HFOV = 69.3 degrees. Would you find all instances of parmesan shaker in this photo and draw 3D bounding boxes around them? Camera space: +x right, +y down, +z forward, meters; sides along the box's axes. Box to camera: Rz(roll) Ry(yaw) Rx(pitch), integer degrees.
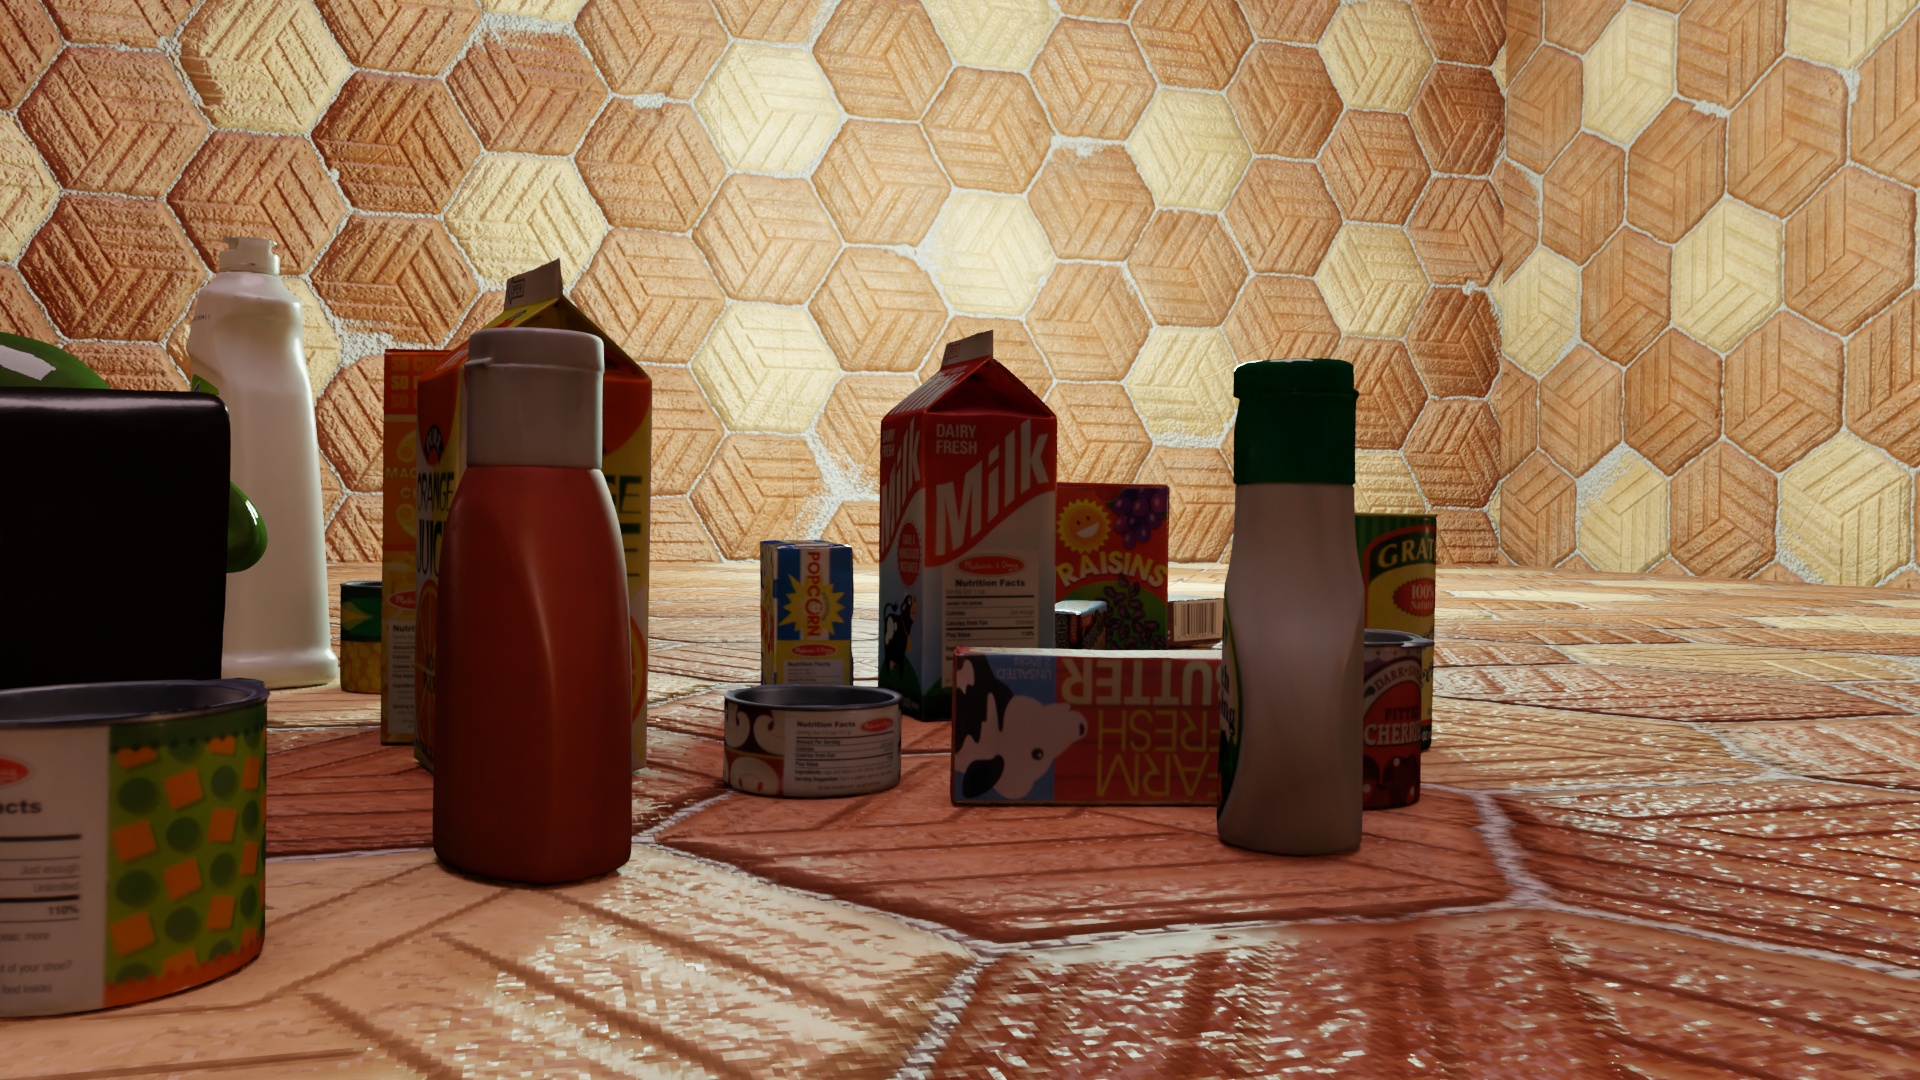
[{"bbox_3d":[0.178,0.039,0.617,0.071,0.103,0.071,1,1,0],"label":"parmesan shaker"}]

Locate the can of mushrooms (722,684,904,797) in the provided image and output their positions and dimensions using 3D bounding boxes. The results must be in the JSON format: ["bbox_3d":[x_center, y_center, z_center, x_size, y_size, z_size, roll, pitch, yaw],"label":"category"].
[{"bbox_3d":[-0.055,0.073,0.514,0.071,0.033,0.071,1,1,0],"label":"can of mushrooms"}]

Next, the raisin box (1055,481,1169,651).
[{"bbox_3d":[0.103,0.021,0.979,0.086,0.123,0.040,1,0,5],"label":"raisin box"}]

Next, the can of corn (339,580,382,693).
[{"bbox_3d":[-0.310,0.052,0.769,0.071,0.058,0.071,1,1,0],"label":"can of corn"}]

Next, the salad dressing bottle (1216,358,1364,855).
[{"bbox_3d":[0.102,0.019,0.428,0.044,0.147,0.064,1,0,14],"label":"salad dressing bottle"}]

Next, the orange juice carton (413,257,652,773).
[{"bbox_3d":[-0.165,-0.009,0.533,0.073,0.192,0.072,0,1,-32],"label":"orange juice carton"}]

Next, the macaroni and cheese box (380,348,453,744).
[{"bbox_3d":[-0.227,0.002,0.641,0.040,0.166,0.123,1,1,-5],"label":"macaroni and cheese box"}]

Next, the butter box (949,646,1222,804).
[{"bbox_3d":[0.048,0.065,0.485,0.103,0.053,0.024,1,0,-3],"label":"butter box"}]

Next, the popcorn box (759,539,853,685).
[{"bbox_3d":[-0.080,0.043,0.706,0.038,0.085,0.126,1,1,-12],"label":"popcorn box"}]

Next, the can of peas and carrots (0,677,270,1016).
[{"bbox_3d":[-0.185,0.062,0.300,0.071,0.058,0.071,1,1,0],"label":"can of peas and carrots"}]

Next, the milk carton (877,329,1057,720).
[{"bbox_3d":[0.003,-0.009,0.707,0.073,0.190,0.072,1,0,-21],"label":"milk carton"}]

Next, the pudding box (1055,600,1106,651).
[{"bbox_3d":[0.062,0.061,0.789,0.030,0.049,0.084,1,1,15],"label":"pudding box"}]

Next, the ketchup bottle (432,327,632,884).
[{"bbox_3d":[-0.120,0.017,0.389,0.064,0.148,0.043,1,1,40],"label":"ketchup bottle"}]

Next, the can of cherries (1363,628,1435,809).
[{"bbox_3d":[0.135,0.063,0.503,0.071,0.058,0.071,1,1,0],"label":"can of cherries"}]
